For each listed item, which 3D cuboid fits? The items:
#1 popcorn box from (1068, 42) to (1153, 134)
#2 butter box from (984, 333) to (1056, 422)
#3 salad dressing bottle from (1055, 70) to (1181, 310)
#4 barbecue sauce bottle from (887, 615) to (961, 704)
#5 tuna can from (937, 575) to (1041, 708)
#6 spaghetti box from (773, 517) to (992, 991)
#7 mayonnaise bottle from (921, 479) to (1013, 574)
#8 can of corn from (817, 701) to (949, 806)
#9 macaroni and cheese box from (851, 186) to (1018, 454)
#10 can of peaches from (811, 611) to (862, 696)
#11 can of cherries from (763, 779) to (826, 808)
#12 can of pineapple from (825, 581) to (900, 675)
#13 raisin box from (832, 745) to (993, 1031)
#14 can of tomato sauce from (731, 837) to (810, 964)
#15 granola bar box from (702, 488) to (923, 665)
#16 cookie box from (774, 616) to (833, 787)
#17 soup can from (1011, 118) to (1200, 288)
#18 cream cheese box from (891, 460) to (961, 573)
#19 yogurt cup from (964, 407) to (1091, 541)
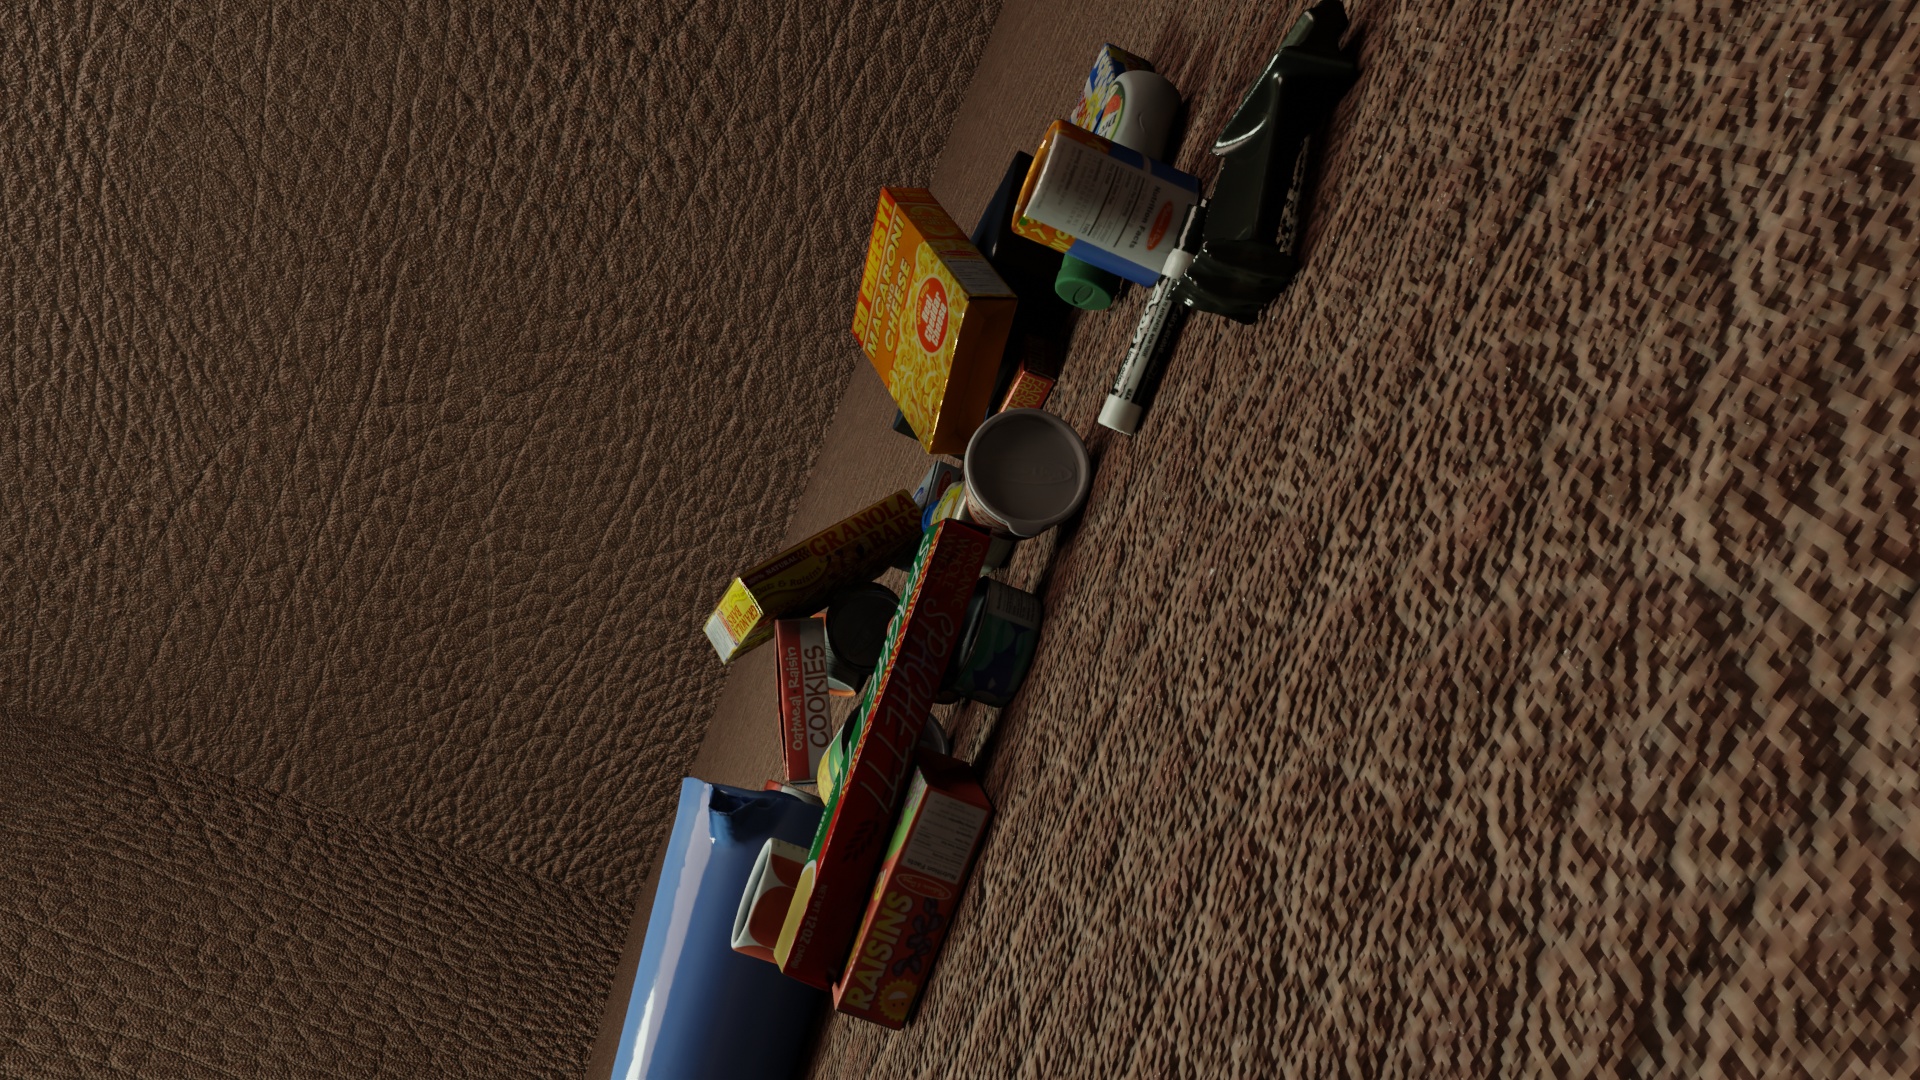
[{"bbox_3d":[0.102,-0.287,0.969,0.127,0.038,0.084,-86,18,-57],"label":"popcorn box"},{"bbox_3d":[0.035,-0.089,0.964,0.053,0.024,0.103,-82,17,-52],"label":"butter box"},{"bbox_3d":[0.095,-0.212,0.843,0.064,0.044,0.148,134,155,-71],"label":"salad dressing bottle"},{"bbox_3d":[-0.019,0.065,0.888,0.148,0.044,0.065,-177,107,-80],"label":"barbecue sauce bottle"},{"bbox_3d":[0.015,0.057,0.750,0.071,0.033,0.071,-157,88,-80],"label":"tuna can"},{"bbox_3d":[-0.040,0.106,0.732,0.050,0.029,0.250,156,135,-75],"label":"spaghetti box"},{"bbox_3d":[0.003,-0.012,0.927,0.148,0.041,0.065,-178,107,-79],"label":"mayonnaise bottle"},{"bbox_3d":[-0.046,0.137,0.828,0.058,0.071,0.071,123,164,-53],"label":"can of corn"},{"bbox_3d":[-0.022,-0.157,0.978,0.167,0.040,0.123,-121,37,-45],"label":"macaroni and cheese box"},{"bbox_3d":[-0.117,0.104,1.257,0.071,0.071,0.058,136,153,-67],"label":"can of peaches"},{"bbox_3d":[-0.131,0.224,1.085,0.071,0.071,0.058,148,141,-74],"label":"can of cherries"},{"bbox_3d":[-0.074,0.067,1.097,0.058,0.071,0.071,-143,74,-80],"label":"can of pineapple"},{"bbox_3d":[-0.028,0.177,0.723,0.086,0.040,0.123,-146,79,-79],"label":"raisin box"},{"bbox_3d":[-0.082,0.217,0.797,0.071,0.083,0.071,-157,88,-80],"label":"can of tomato sauce"},{"bbox_3d":[-0.118,0.028,1.118,0.166,0.039,0.123,-30,-8,-31],"label":"granola bar box"},{"bbox_3d":[-0.125,0.133,1.116,0.167,0.040,0.123,116,149,-77],"label":"cookie box"},{"bbox_3d":[0.078,-0.184,0.762,0.071,0.084,0.071,-157,88,-80],"label":"soup can"},{"bbox_3d":[-0.031,-0.018,1.171,0.103,0.024,0.053,126,162,-56],"label":"cream cheese box"},{"bbox_3d":[0.033,-0.032,0.756,0.053,0.072,0.072,116,172,-73],"label":"yogurt cup"}]
